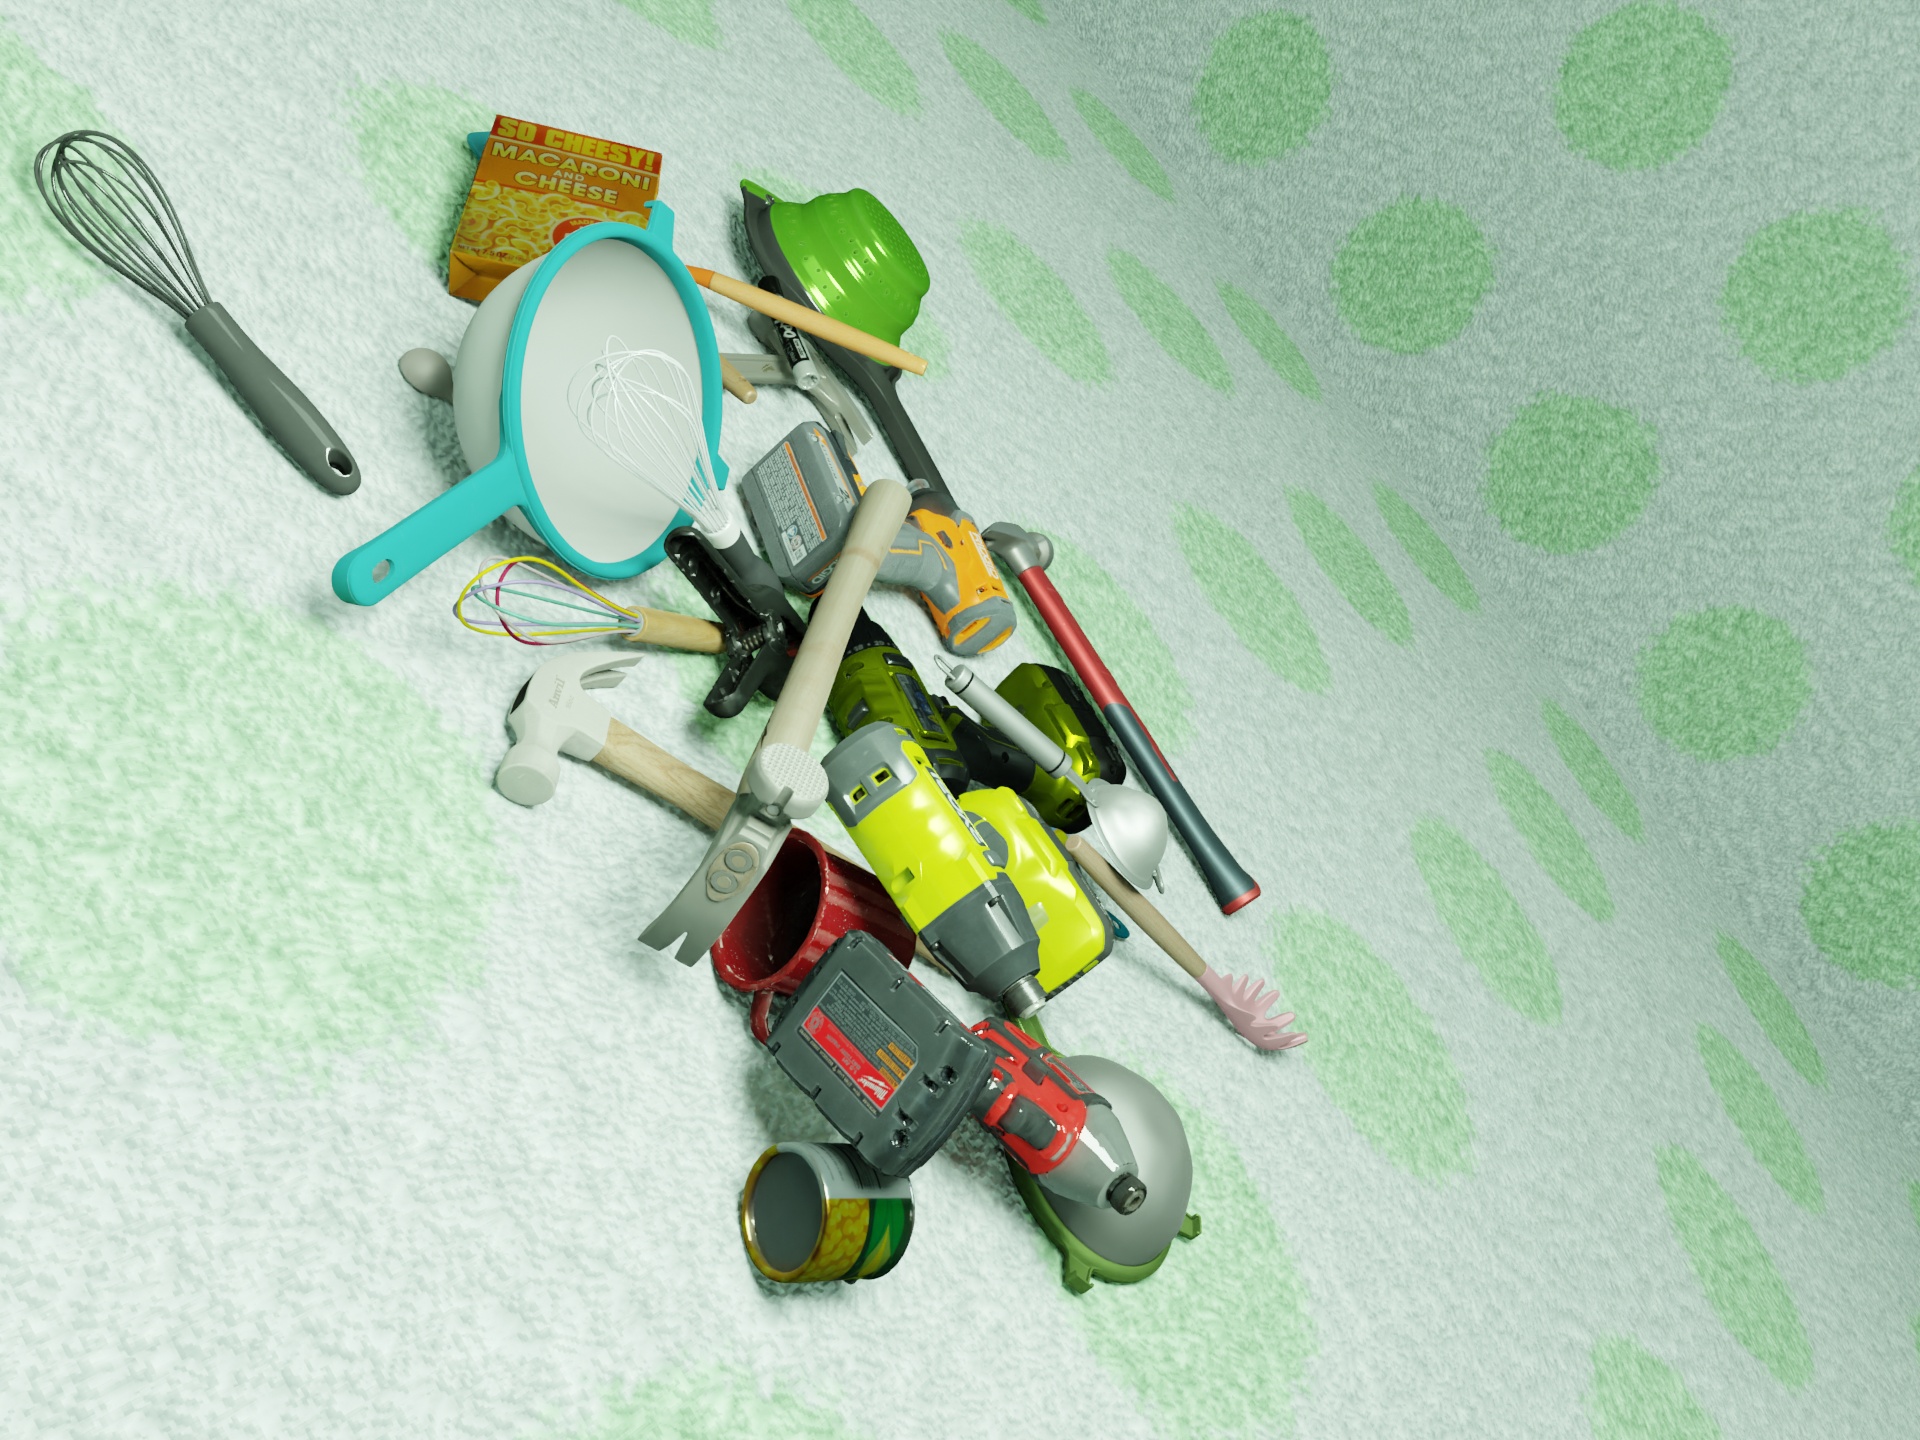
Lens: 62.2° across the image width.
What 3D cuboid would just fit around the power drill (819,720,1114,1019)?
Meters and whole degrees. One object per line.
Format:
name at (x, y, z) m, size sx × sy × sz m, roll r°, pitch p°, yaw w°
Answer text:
power drill at (0.013, 0.097, 0.909) m, size 0.171 × 0.080 × 0.223 m, roll 54°, pitch 7°, yaw 18°

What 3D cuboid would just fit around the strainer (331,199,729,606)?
strainer at (-0.266, -0.161, 0.927) m, size 0.340 × 0.095 × 0.210 m, roll -52°, pitch 143°, yaw -47°

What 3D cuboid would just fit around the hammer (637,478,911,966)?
hammer at (-0.089, -0.030, 0.940) m, size 0.038 × 0.146 × 0.411 m, roll 31°, pitch 32°, yaw -11°

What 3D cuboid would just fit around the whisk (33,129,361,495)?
whisk at (-0.407, -0.219, 0.861) m, size 0.239 × 0.055 × 0.055 m, roll 51°, pitch 29°, yaw -7°

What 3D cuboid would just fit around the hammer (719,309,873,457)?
hammer at (-0.202, -0.259, 1.200) m, size 0.149 × 0.036 × 0.359 m, roll 55°, pitch 29°, yaw 8°

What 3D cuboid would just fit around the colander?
colander at (-0.056, -0.337, 1.411) m, size 0.397 × 0.094 × 0.204 m, roll 62°, pitch 21°, yaw 13°

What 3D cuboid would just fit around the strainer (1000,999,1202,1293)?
strainer at (0.078, 0.219, 1.004) m, size 0.151 × 0.069 × 0.257 m, roll 3°, pitch 55°, yaw -53°

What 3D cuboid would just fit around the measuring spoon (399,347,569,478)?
measuring spoon at (-0.298, -0.196, 1.011) m, size 0.124 × 0.018 × 0.034 m, roll 37°, pitch 32°, yaw -25°

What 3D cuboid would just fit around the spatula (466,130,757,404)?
spatula at (-0.247, -0.333, 1.164) m, size 0.318 × 0.044 × 0.082 m, roll 44°, pitch 39°, yaw 23°

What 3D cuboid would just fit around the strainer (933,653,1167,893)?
strainer at (0.073, 0.035, 1.083) m, size 0.258 × 0.050 × 0.087 m, roll 40°, pitch 29°, yaw -24°

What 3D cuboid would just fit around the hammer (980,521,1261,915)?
hammer at (0.132, -0.004, 1.356) m, size 0.386 × 0.038 × 0.143 m, roll 58°, pitch 21°, yaw 11°

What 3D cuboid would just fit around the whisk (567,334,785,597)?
whisk at (-0.160, -0.138, 0.991) m, size 0.284 × 0.070 × 0.070 m, roll 62°, pitch 6°, yaw -61°

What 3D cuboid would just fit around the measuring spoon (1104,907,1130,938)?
measuring spoon at (0.084, 0.122, 1.173) m, size 0.128 × 0.021 × 0.042 m, roll 36°, pitch 32°, yaw -21°

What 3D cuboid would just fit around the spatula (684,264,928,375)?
spatula at (-0.174, -0.352, 1.274) m, size 0.322 × 0.041 × 0.081 m, roll 23°, pitch 28°, yaw -1°

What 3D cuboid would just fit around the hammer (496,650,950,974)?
hammer at (-0.119, 0.065, 0.947) m, size 0.331 × 0.031 × 0.130 m, roll 34°, pitch 33°, yaw -28°

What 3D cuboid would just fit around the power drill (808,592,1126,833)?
power drill at (-0.002, -0.004, 1.145) m, size 0.228 × 0.080 × 0.191 m, roll 13°, pitch 39°, yaw -45°

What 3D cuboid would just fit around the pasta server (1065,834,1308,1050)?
pasta server at (0.168, 0.165, 1.164) m, size 0.315 × 0.040 × 0.060 m, roll 45°, pitch 12°, yaw -38°

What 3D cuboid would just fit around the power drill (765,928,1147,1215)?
power drill at (0.010, 0.200, 0.851) m, size 0.143 × 0.078 × 0.219 m, roll 37°, pitch 0°, yaw 40°

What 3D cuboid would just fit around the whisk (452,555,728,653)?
whisk at (-0.202, -0.061, 0.932) m, size 0.051 × 0.047 × 0.245 m, roll 16°, pitch 4°, yaw 24°

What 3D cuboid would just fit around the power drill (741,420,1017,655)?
power drill at (-0.059, -0.147, 1.230) m, size 0.226 × 0.084 × 0.164 m, roll 18°, pitch 41°, yaw -50°
